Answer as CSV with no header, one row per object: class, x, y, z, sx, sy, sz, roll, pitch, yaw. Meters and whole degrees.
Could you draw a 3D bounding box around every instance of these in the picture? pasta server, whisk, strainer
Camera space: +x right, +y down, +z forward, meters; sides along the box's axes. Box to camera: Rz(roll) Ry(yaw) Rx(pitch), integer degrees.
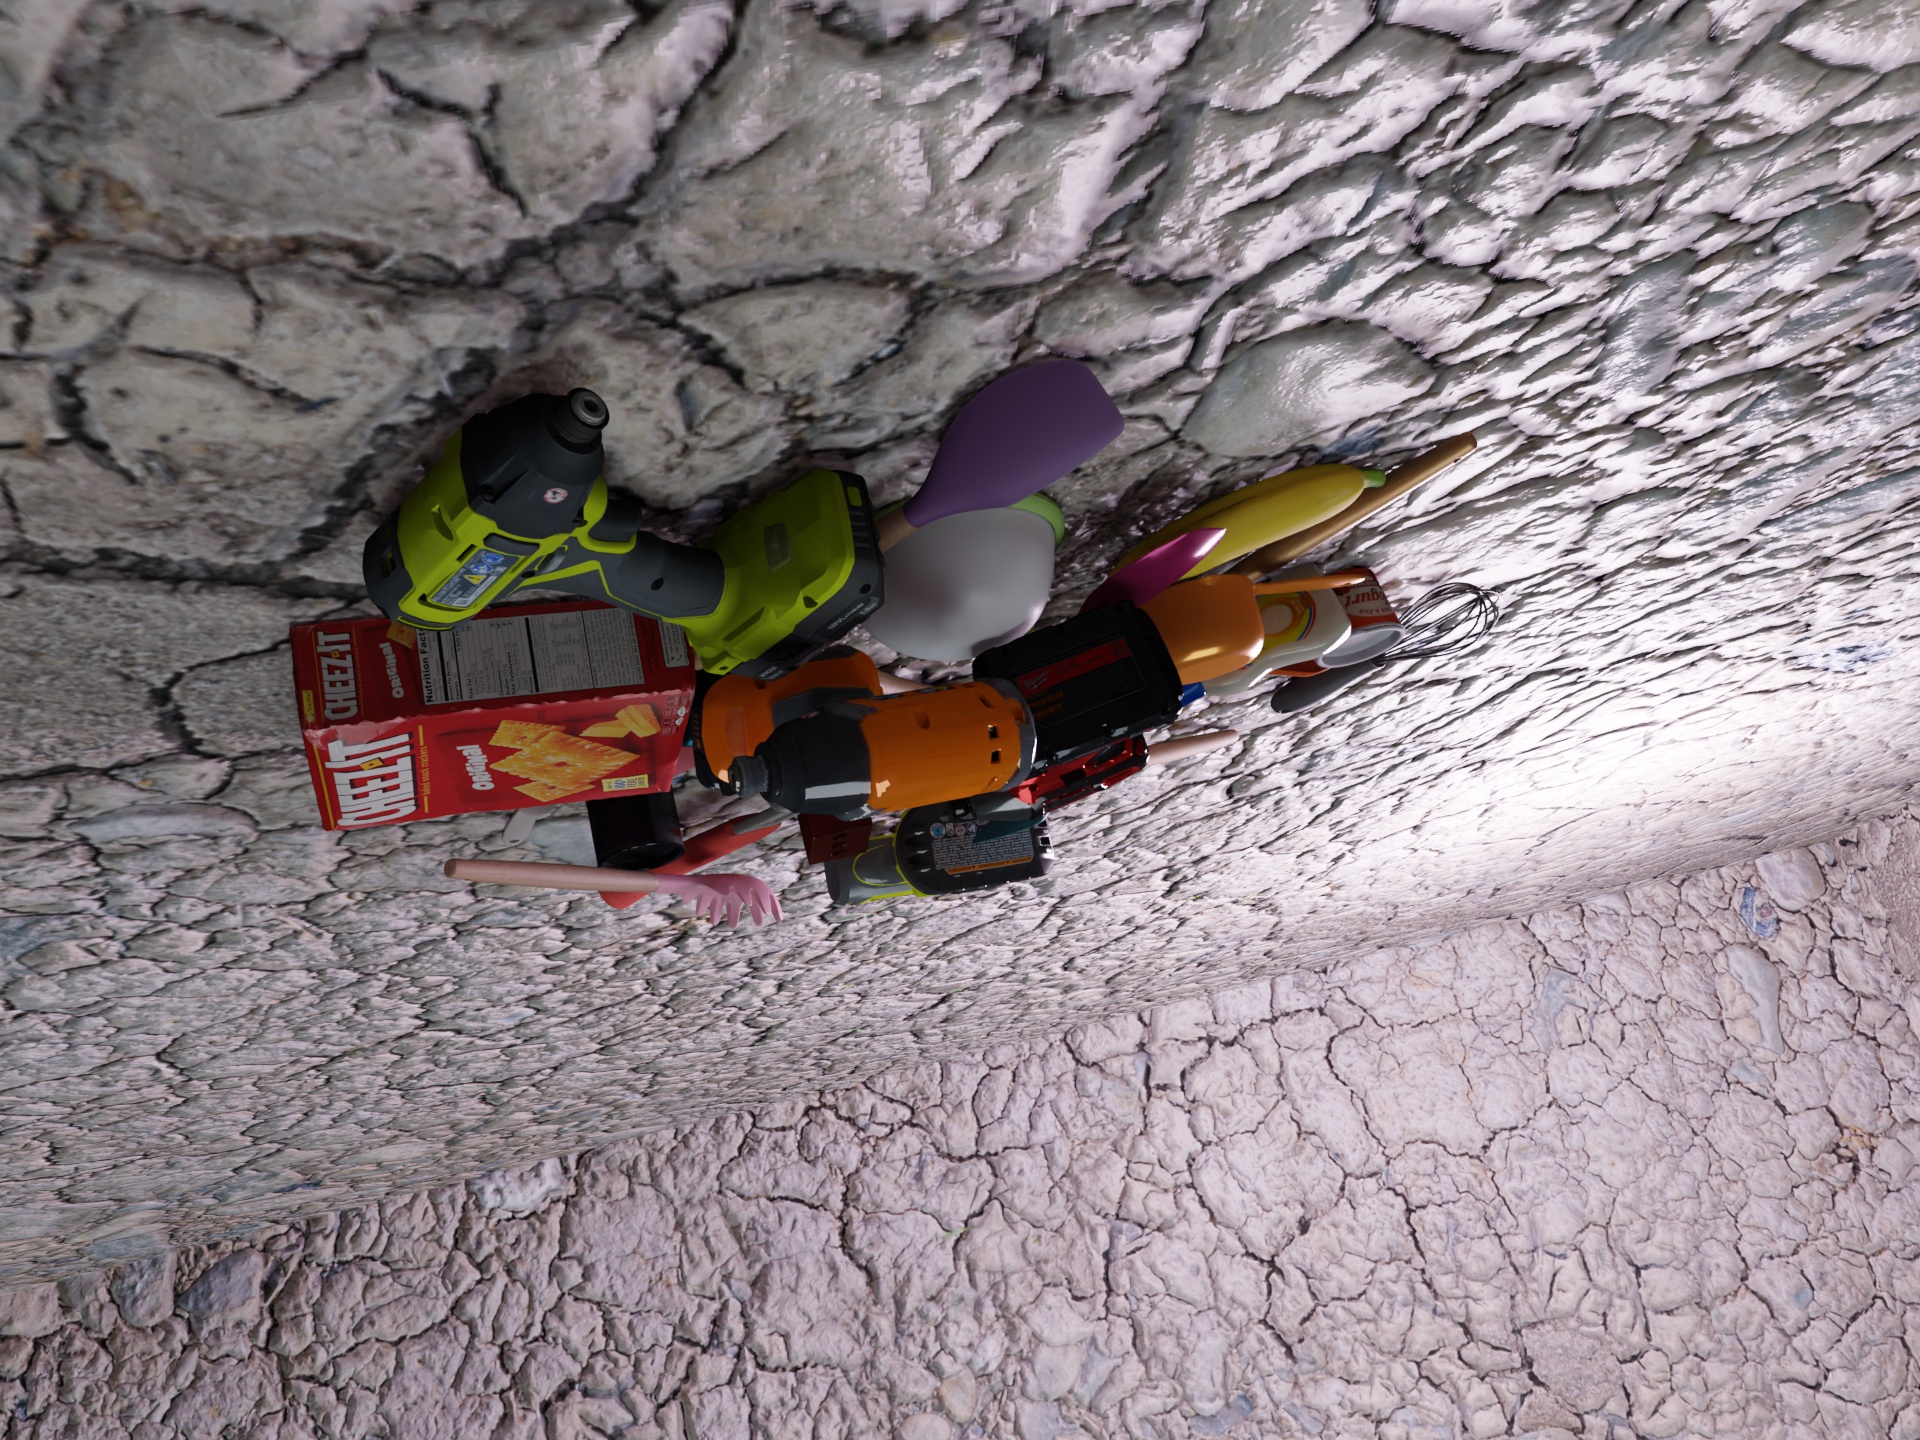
pasta server,-0.248,0.127,1.180,0.060,0.040,0.316,-14,164,33
whisk,0.340,-0.053,1.297,0.055,0.055,0.239,0,160,-36
strainer,0.014,-0.060,0.990,0.151,0.069,0.256,-20,159,14

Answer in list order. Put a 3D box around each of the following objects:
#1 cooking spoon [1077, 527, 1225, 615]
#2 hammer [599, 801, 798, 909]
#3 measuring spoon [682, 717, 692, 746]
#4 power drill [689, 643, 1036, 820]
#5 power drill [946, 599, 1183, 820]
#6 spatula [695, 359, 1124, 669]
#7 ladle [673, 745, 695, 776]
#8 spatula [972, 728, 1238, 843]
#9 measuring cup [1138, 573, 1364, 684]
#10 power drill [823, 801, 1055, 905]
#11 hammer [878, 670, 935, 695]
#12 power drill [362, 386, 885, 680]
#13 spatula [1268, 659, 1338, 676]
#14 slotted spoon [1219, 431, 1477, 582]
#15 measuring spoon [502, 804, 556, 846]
cooking spoon,0.052,-0.035,1.030,0.068,0.017,0.319,-9,158,-47
hammer,-0.175,0.091,1.257,0.149,0.037,0.359,-6,166,-43
measuring spoon,-0.228,0.019,1.097,0.128,0.021,0.042,-10,160,-18
power drill,-0.081,0.009,0.907,0.164,0.084,0.227,-9,-170,-27
power drill,0.060,0.010,1.022,0.143,0.079,0.219,-21,165,-8
spatula,-0.046,-0.101,0.864,0.316,0.059,0.018,-30,-165,34
ladle,-0.107,0.014,1.095,0.315,0.031,0.069,-7,159,-10
spatula,0.139,0.046,1.349,0.317,0.044,0.082,-12,173,-43
measuring cup,0.194,-0.062,1.048,0.173,0.052,0.095,-9,167,-14
power drill,-0.004,0.117,1.417,0.190,0.080,0.228,-6,172,-20
hammer,-0.002,-0.004,1.193,0.130,0.031,0.331,-26,157,28
power drill,-0.152,-0.089,0.782,0.223,0.080,0.171,9,151,-43
spatula,0.166,-0.003,1.304,0.322,0.041,0.081,-28,180,36
slotted spoon,0.204,-0.108,1.069,0.313,0.031,0.070,-30,161,34
measuring spoon,-0.326,0.078,1.196,0.034,0.018,0.124,-5,159,-28
